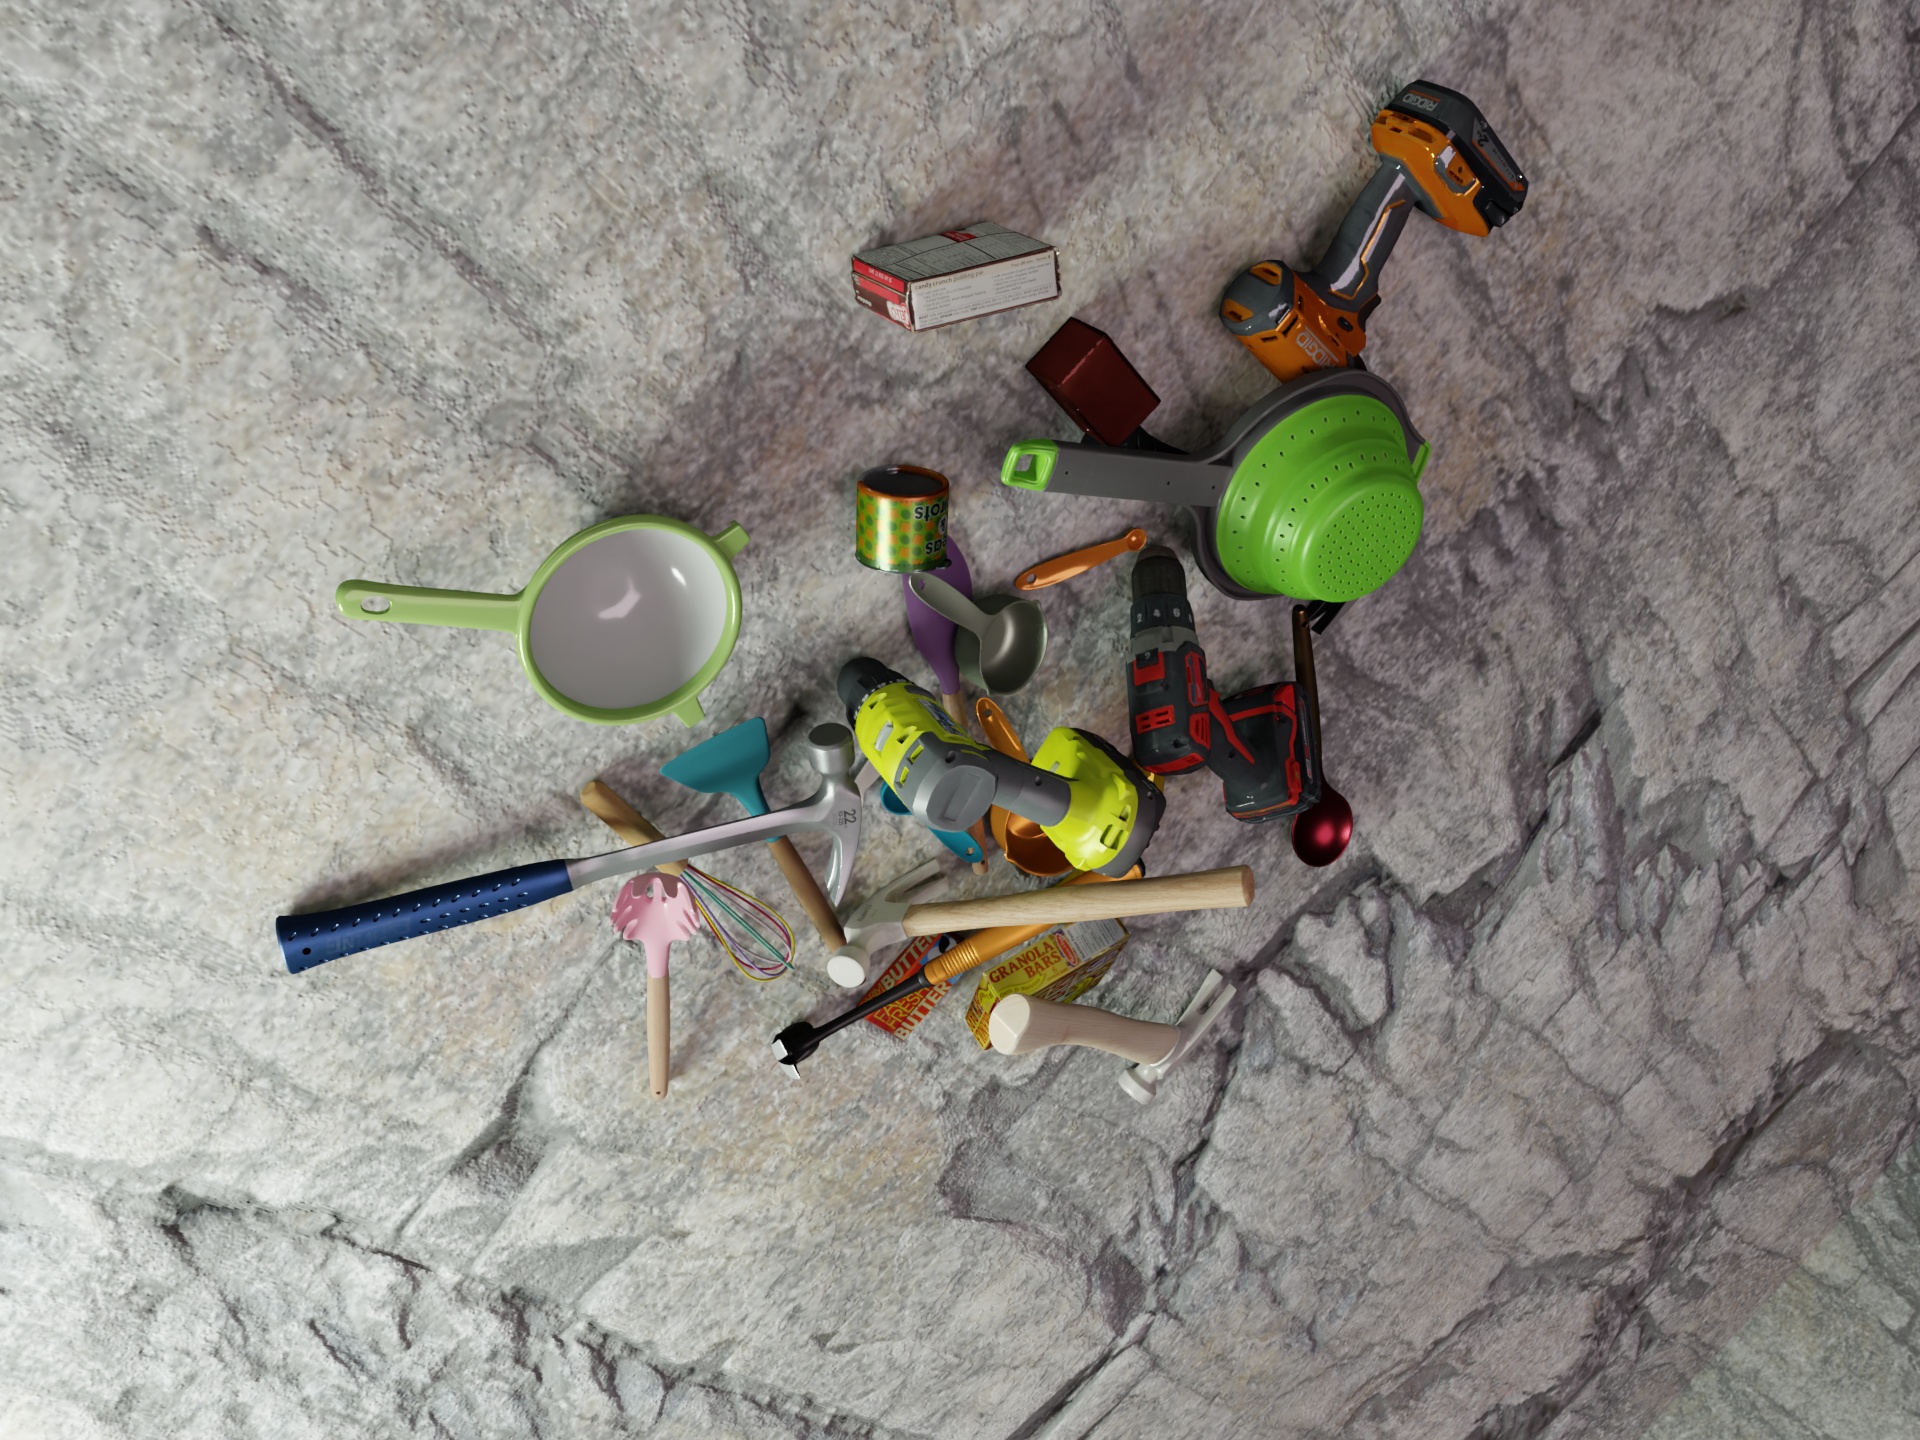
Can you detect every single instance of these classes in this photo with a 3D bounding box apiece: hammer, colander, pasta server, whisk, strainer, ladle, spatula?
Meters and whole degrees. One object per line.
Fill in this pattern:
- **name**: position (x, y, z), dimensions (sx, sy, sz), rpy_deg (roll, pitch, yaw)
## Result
- **hammer**: position (-0.264, 0.111, 1.123), dimensions (0.405, 0.035, 0.144), rpy_deg (-14, 124, -14)
- **hammer**: position (0.133, 0.264, 1.388), dimensions (0.146, 0.038, 0.410), rpy_deg (-52, 151, 5)
- **colander**: position (0.216, -0.159, 1.182), dimensions (0.397, 0.095, 0.204), rpy_deg (0, 126, -31)
- **pasta server**: position (-0.224, 0.206, 1.176), dimensions (0.060, 0.040, 0.316), rpy_deg (2, 138, -8)
- **whisk**: position (-0.202, 0.126, 1.203), dimensions (0.047, 0.051, 0.244), rpy_deg (-39, 126, 2)
- **hammer**: position (0.064, 0.143, 1.233), dimensions (0.331, 0.130, 0.031), rpy_deg (-9, 115, 23)
- **strainer**: position (-0.270, -0.078, 1.026), dimensions (0.256, 0.069, 0.151), rpy_deg (3, 117, -31)
- **hammer**: position (0.227, -0.173, 1.285), dimensions (0.334, 0.035, 0.146), rpy_deg (15, 107, -36)
- **hammer**: position (0.001, 0.192, 1.290), dimensions (0.337, 0.127, 0.034), rpy_deg (-28, 87, -6)
- **ladle**: position (0.316, 0.017, 1.432), dimensions (0.069, 0.031, 0.315), rpy_deg (-29, 134, -13)
- **spatula**: position (-0.133, 0.114, 1.234), dimensions (0.082, 0.044, 0.317), rpy_deg (-28, 129, -4)
- **spatula**: position (-0.002, -0.004, 1.259), dimensions (0.060, 0.018, 0.315), rpy_deg (-26, 127, -25)

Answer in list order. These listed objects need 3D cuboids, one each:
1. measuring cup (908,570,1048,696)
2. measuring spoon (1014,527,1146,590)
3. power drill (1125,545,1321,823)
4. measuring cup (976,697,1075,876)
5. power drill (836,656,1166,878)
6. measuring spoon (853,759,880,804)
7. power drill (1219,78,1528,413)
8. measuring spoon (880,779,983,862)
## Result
- **measuring cup**: position (0.003, -0.076, 1.189), dimensions (0.167, 0.038, 0.083), rpy_deg (32, 84, -47)
- **measuring spoon**: position (0.094, -0.127, 1.251), dimensions (0.117, 0.011, 0.021), rpy_deg (-22, 126, -14)
- **power drill**: position (0.206, -0.024, 1.297), dimensions (0.080, 0.188, 0.226), rpy_deg (-18, 151, 32)
- **measuring cup**: position (0.049, 0.046, 1.302), dimensions (0.095, 0.052, 0.173), rpy_deg (-34, 113, -8)
- **power drill**: position (0.022, 0.030, 1.176), dimensions (0.228, 0.191, 0.080), rpy_deg (19, 107, -35)
- **measuring spoon**: position (-0.066, 0.029, 1.246), dimensions (0.124, 0.018, 0.034), rpy_deg (-50, 128, -5)
- **power drill**: position (0.319, -0.346, 1.212), dimensions (0.164, 0.084, 0.226), rpy_deg (32, 102, -39)
- **measuring spoon**: position (-0.021, 0.077, 1.290), dimensions (0.042, 0.021, 0.128), rpy_deg (-38, 129, 9)
